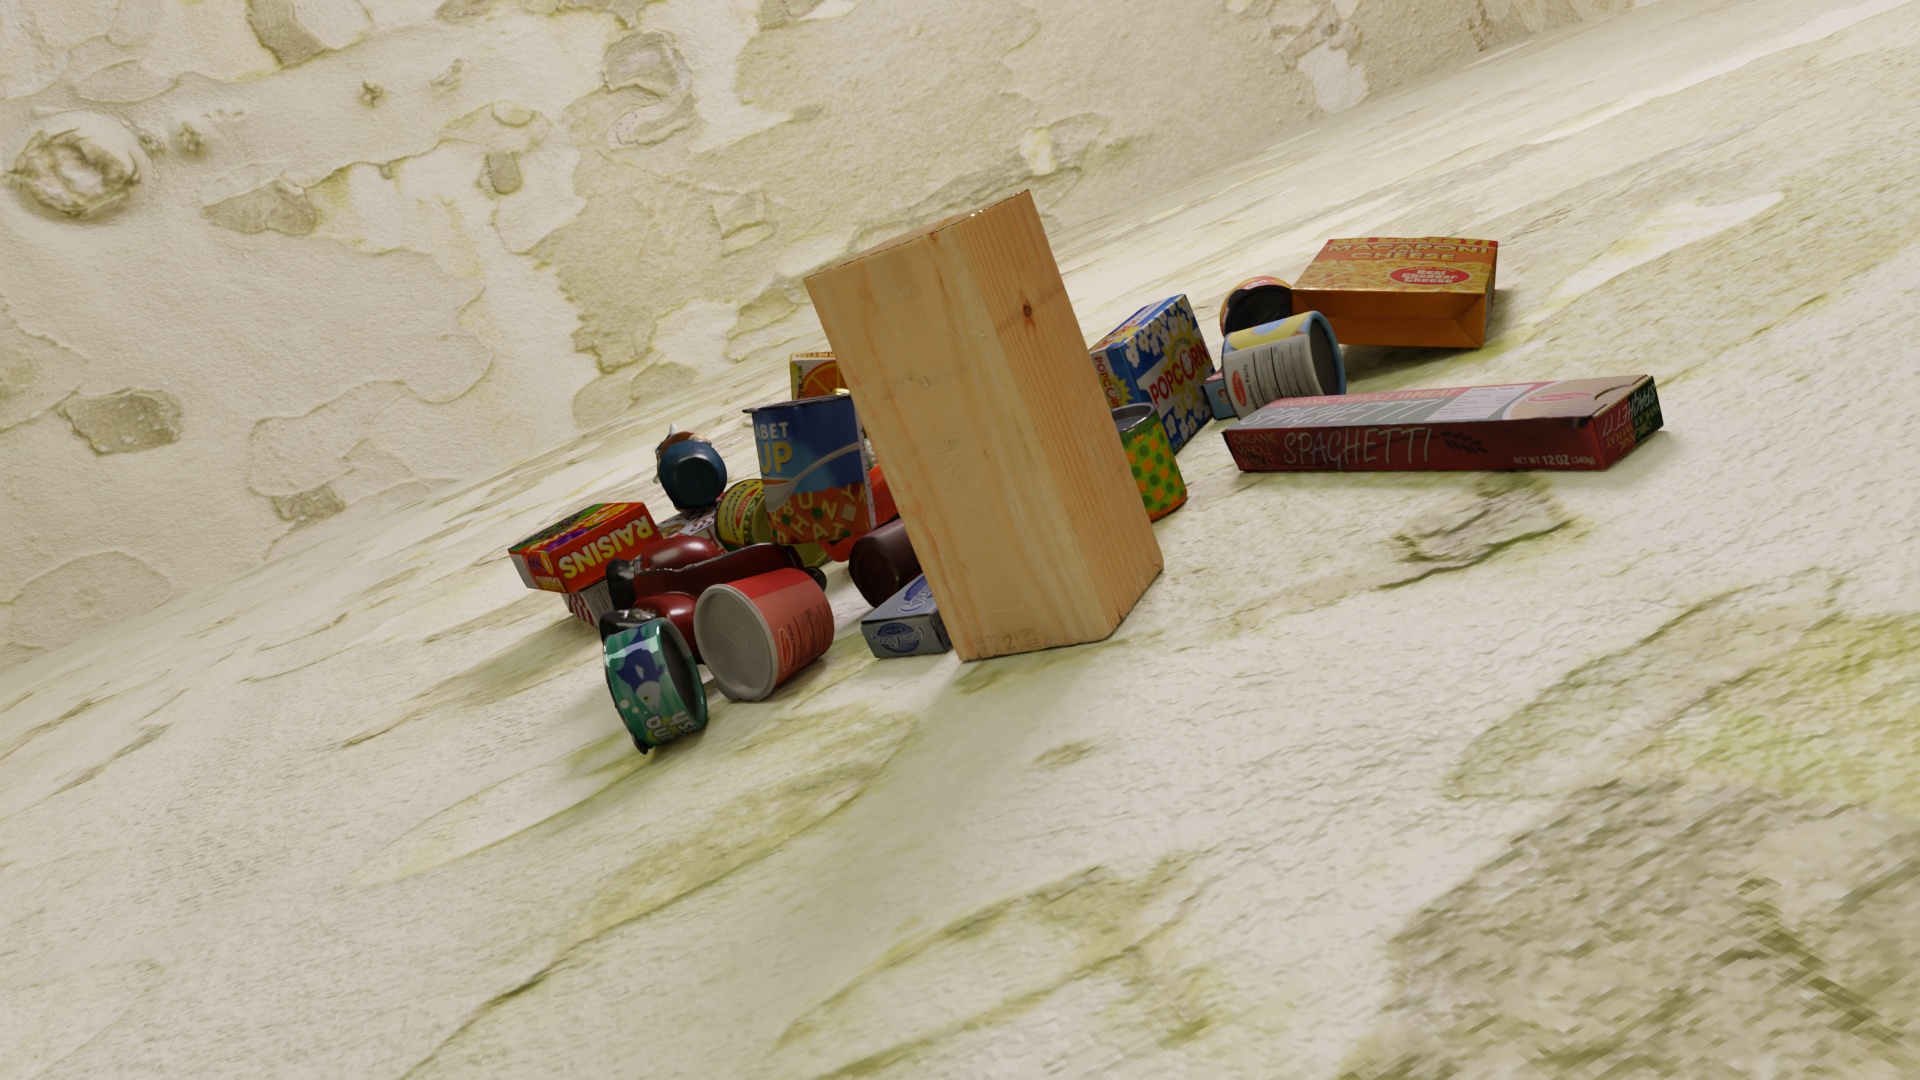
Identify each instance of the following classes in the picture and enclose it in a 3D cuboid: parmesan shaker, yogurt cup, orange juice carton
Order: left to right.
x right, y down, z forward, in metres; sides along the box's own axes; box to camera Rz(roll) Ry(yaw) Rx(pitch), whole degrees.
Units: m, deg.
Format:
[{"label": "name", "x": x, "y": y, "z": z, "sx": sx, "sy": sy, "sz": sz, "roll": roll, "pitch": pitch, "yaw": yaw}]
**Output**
[{"label": "yogurt cup", "x": -0.108, "y": 0.049, "z": 0.782, "sx": 0.072, "sy": 0.072, "sz": 0.054, "roll": -7, "pitch": 13, "yaw": 45}, {"label": "parmesan shaker", "x": -0.140, "y": -0.010, "z": 1.037, "sx": 0.071, "sy": 0.071, "sz": 0.103, "roll": -28, "pitch": 15, "yaw": -22}, {"label": "orange juice carton", "x": -0.046, "y": -0.124, "z": 1.169, "sx": 0.193, "sy": 0.071, "sz": 0.073, "roll": -3, "pitch": 13, "yaw": -6}]

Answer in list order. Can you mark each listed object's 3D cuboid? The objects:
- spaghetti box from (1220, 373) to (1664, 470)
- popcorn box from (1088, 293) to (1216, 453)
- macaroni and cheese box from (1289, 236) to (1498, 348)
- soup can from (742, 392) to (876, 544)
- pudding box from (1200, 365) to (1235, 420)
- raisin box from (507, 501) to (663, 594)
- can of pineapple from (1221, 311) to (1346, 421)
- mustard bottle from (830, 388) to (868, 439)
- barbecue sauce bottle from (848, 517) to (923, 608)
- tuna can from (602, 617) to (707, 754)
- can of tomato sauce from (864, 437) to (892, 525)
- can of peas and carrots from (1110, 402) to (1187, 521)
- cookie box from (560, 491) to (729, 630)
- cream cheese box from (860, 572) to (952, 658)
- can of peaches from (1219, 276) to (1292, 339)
[{"label": "spaghetti box", "x": 0.240, "y": -0.059, "z": 0.733, "sx": 0.050, "sy": 0.028, "sz": 0.250, "roll": -29, "pitch": 16, "yaw": -26}, {"label": "popcorn box", "x": 0.133, "y": -0.110, "z": 0.957, "sx": 0.038, "sy": 0.085, "sz": 0.127, "roll": -13, "pitch": 17, "yaw": 35}, {"label": "macaroni and cheese box", "x": 0.306, "y": -0.176, "z": 0.968, "sx": 0.124, "sy": 0.040, "sz": 0.167, "roll": 5, "pitch": 25, "yaw": 22}, {"label": "soup can", "x": -0.092, "y": -0.044, "z": 0.843, "sx": 0.071, "sy": 0.083, "sz": 0.071, "roll": -8, "pitch": 8, "yaw": 1}, {"label": "pudding box", "x": 0.215, "y": -0.112, "z": 0.956, "sx": 0.083, "sy": 0.030, "sz": 0.050, "roll": -11, "pitch": 19, "yaw": 38}, {"label": "raisin box", "x": -0.298, "y": 0.005, "z": 1.097, "sx": 0.086, "sy": 0.040, "sz": 0.123, "roll": -31, "pitch": 16, "yaw": -28}, {"label": "can of pineapple", "x": 0.206, "y": -0.108, "z": 0.882, "sx": 0.058, "sy": 0.071, "sz": 0.071, "roll": -12, "pitch": 18, "yaw": 33}, {"label": "mustard bottle", "x": -0.053, "y": -0.092, "z": 1.087, "sx": 0.160, "sy": 0.065, "sz": 0.049, "roll": 6, "pitch": 14, "yaw": -14}, {"label": "barbecue sauce bottle", "x": 0.003, "y": -0.011, "z": 0.863, "sx": 0.149, "sy": 0.044, "sz": 0.064, "roll": -29, "pitch": -9, "yaw": -30}, {"label": "tuna can", "x": -0.164, "y": 0.079, "z": 0.754, "sx": 0.033, "sy": 0.071, "sz": 0.071, "roll": -21, "pitch": 14, "yaw": 2}, {"label": "can of tomato sauce", "x": -0.052, "y": -0.050, "z": 1.040, "sx": 0.083, "sy": 0.071, "sz": 0.071, "roll": -21, "pitch": 14, "yaw": 1}, {"label": "can of peas and carrots", "x": 0.093, "y": -0.042, "z": 0.823, "sx": 0.071, "sy": 0.058, "sz": 0.071, "roll": -21, "pitch": 15, "yaw": 6}, {"label": "cookie box", "x": -0.240, "y": 0.014, "z": 1.142, "sx": 0.168, "sy": 0.040, "sz": 0.123, "roll": -29, "pitch": 16, "yaw": -22}, {"label": "cream cheese box", "x": -0.003, "y": 0.030, "z": 0.774, "sx": 0.053, "sy": 0.024, "sz": 0.104, "roll": -9, "pitch": 19, "yaw": 41}, {"label": "can of peaches", "x": 0.228, "y": -0.165, "z": 1.047, "sx": 0.071, "sy": 0.071, "sz": 0.058, "roll": -19, "pitch": 14, "yaw": 13}]
